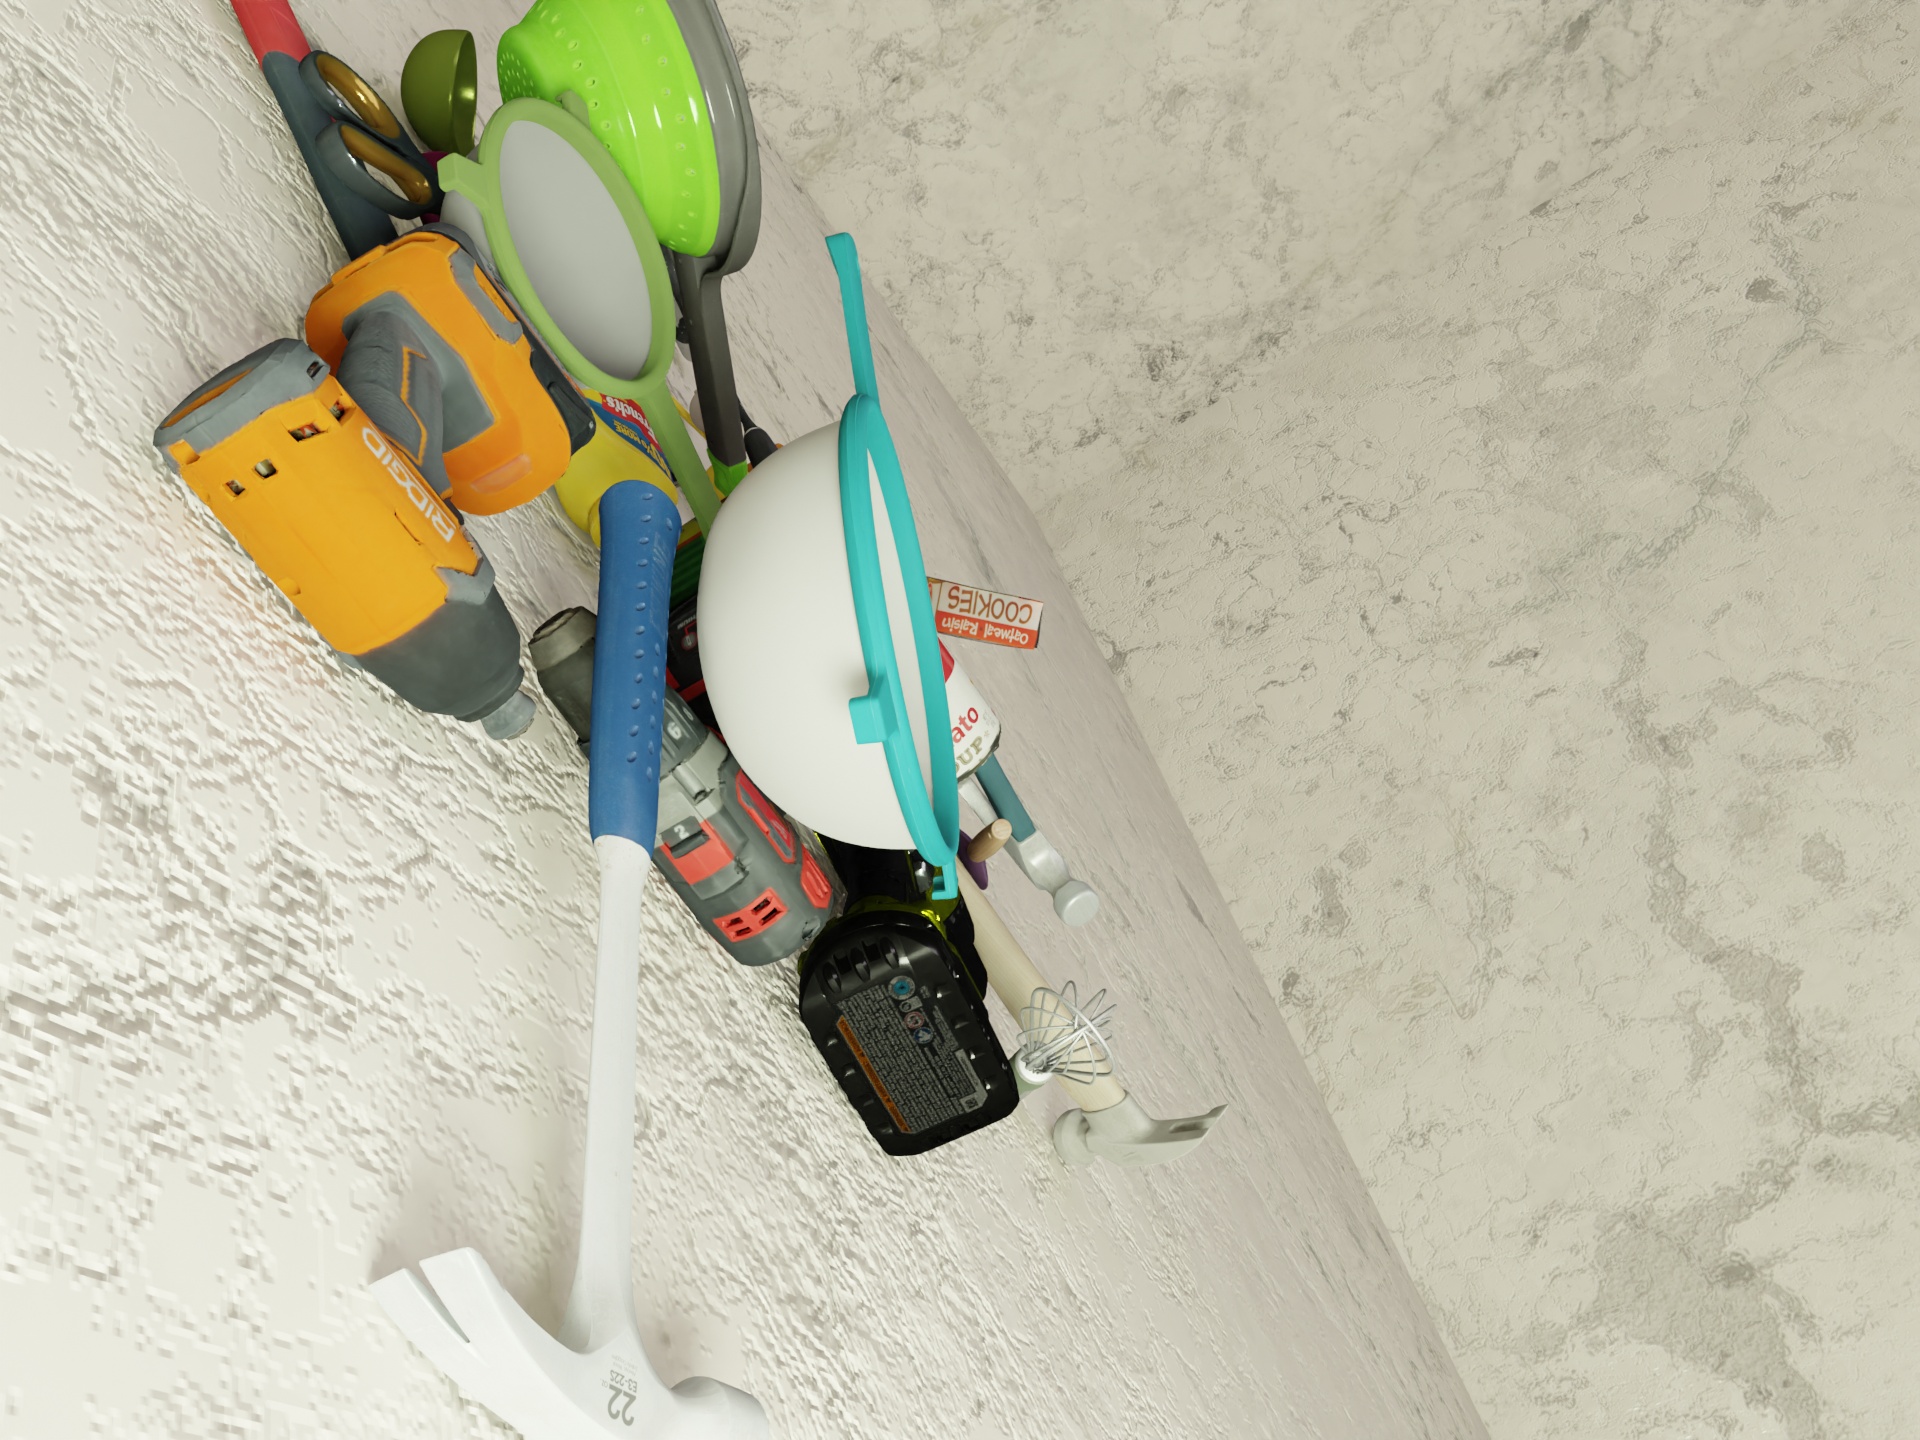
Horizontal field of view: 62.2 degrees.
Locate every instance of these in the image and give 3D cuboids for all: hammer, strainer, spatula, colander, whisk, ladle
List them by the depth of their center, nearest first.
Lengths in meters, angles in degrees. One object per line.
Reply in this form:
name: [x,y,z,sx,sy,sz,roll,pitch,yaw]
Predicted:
hammer: [-0.126,0.054,0.579,0.143,0.035,0.406,48,25,-43]
strainer: [-0.073,-0.089,0.740,0.210,0.095,0.341,71,9,-63]
hammer: [-0.336,-0.319,0.784,0.386,0.038,0.143,62,12,14]
strainer: [-0.192,-0.183,0.820,0.152,0.069,0.256,-71,143,-55]
whisk: [0.046,0.194,0.906,0.059,0.058,0.246,46,-20,10]
colander: [-0.196,-0.284,0.955,0.205,0.094,0.396,48,-27,38]
hammer: [0.007,0.116,1.011,0.038,0.146,0.410,-41,98,-37]
hammer: [-0.002,-0.003,1.018,0.128,0.033,0.330,47,-11,49]
ladle: [-0.257,-0.294,1.044,0.320,0.062,0.078,58,10,-25]
spatula: [0.013,0.089,1.122,0.060,0.018,0.316,60,-8,5]
hammer: [-0.151,-0.213,1.146,0.409,0.036,0.149,60,-5,35]

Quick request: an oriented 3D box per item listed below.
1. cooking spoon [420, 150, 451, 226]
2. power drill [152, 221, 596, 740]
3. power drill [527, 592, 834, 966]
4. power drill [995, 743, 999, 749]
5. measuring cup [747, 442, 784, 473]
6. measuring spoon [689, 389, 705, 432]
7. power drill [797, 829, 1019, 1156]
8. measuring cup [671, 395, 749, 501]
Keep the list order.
cooking spoon: [-0.249,-0.289,0.968,0.319,0.017,0.069,-38,112,-75]
power drill: [-0.214,-0.098,0.642,0.164,0.084,0.227,56,14,-29]
power drill: [-0.127,-0.002,0.797,0.187,0.080,0.227,55,14,-19]
power drill: [-0.050,-0.001,1.156,0.143,0.078,0.219,60,13,8]
measuring cup: [-0.119,-0.130,1.249,0.173,0.052,0.095,60,10,-7]
measuring spoon: [-0.194,-0.230,1.183,0.034,0.018,0.124,60,-3,-20]
power drill: [-0.028,0.131,0.882,0.229,0.080,0.190,-102,167,-66]
measuring cup: [-0.199,-0.203,1.171,0.156,0.029,0.062,47,9,-4]
